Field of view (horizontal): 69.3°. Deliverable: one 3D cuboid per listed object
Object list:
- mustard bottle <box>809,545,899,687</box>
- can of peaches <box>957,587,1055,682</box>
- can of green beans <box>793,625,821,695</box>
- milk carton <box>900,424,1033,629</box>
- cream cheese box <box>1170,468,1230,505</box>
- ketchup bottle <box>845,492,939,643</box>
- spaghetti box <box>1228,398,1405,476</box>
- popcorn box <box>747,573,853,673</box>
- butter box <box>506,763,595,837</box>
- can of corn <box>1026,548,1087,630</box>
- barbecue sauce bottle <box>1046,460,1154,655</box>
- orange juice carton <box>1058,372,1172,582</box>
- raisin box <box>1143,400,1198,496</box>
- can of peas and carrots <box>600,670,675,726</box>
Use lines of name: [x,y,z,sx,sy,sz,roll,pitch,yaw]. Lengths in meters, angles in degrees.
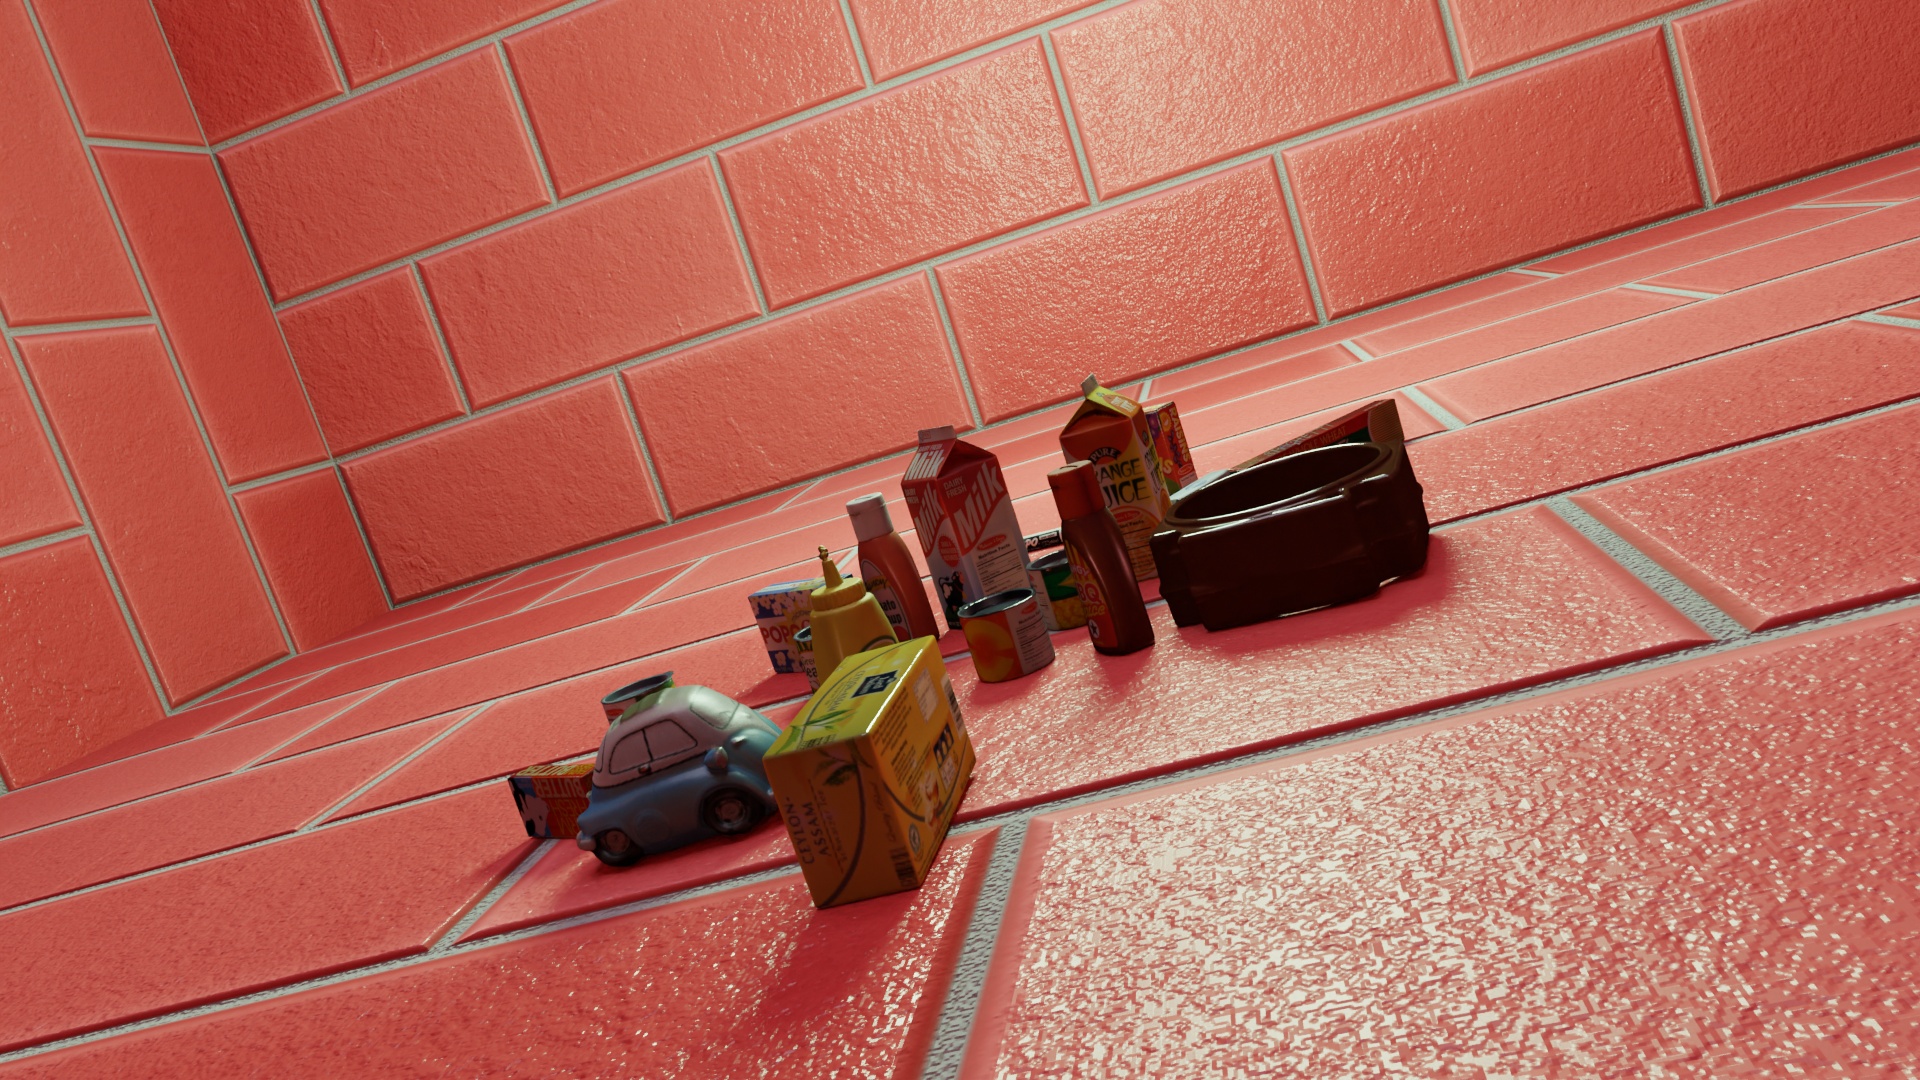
mustard bottle: [-0.075,0.079,0.997,0.048,0.160,0.065,-10,12,43]
can of peaches: [0.036,0.076,1.122,0.071,0.058,0.071,-18,9,3]
can of green beans: [-0.110,0.103,1.246,0.071,0.057,0.071,-18,9,3]
milk carton: [0.005,-0.016,1.313,0.074,0.190,0.072,-23,10,-29]
cream cheese box: [0.239,-0.030,1.374,0.024,0.053,0.104,-10,12,43]
ketchup bottle: [-0.068,0.030,1.311,0.044,0.148,0.064,-25,11,-38]
spaghetti box: [0.380,-0.091,1.472,0.251,0.050,0.028,-24,10,-32]
popcorn box: [-0.144,0.082,1.350,0.126,0.085,0.038,-9,13,45]
butter box: [-0.302,0.199,1.061,0.103,0.053,0.024,-10,12,40]
can of corn: [0.100,0.040,1.214,0.071,0.058,0.071,-18,9,3]
barbecue sauce bottle: [0.106,0.013,1.078,0.044,0.148,0.065,-21,9,-18]
orange juice carton: [0.146,-0.060,1.294,0.073,0.192,0.072,-15,9,19]
raisin box: [0.210,-0.084,1.530,0.086,0.123,0.040,-9,13,46]
can of peas and carrots: [-0.279,0.157,1.245,0.071,0.058,0.071,-18,9,3]
